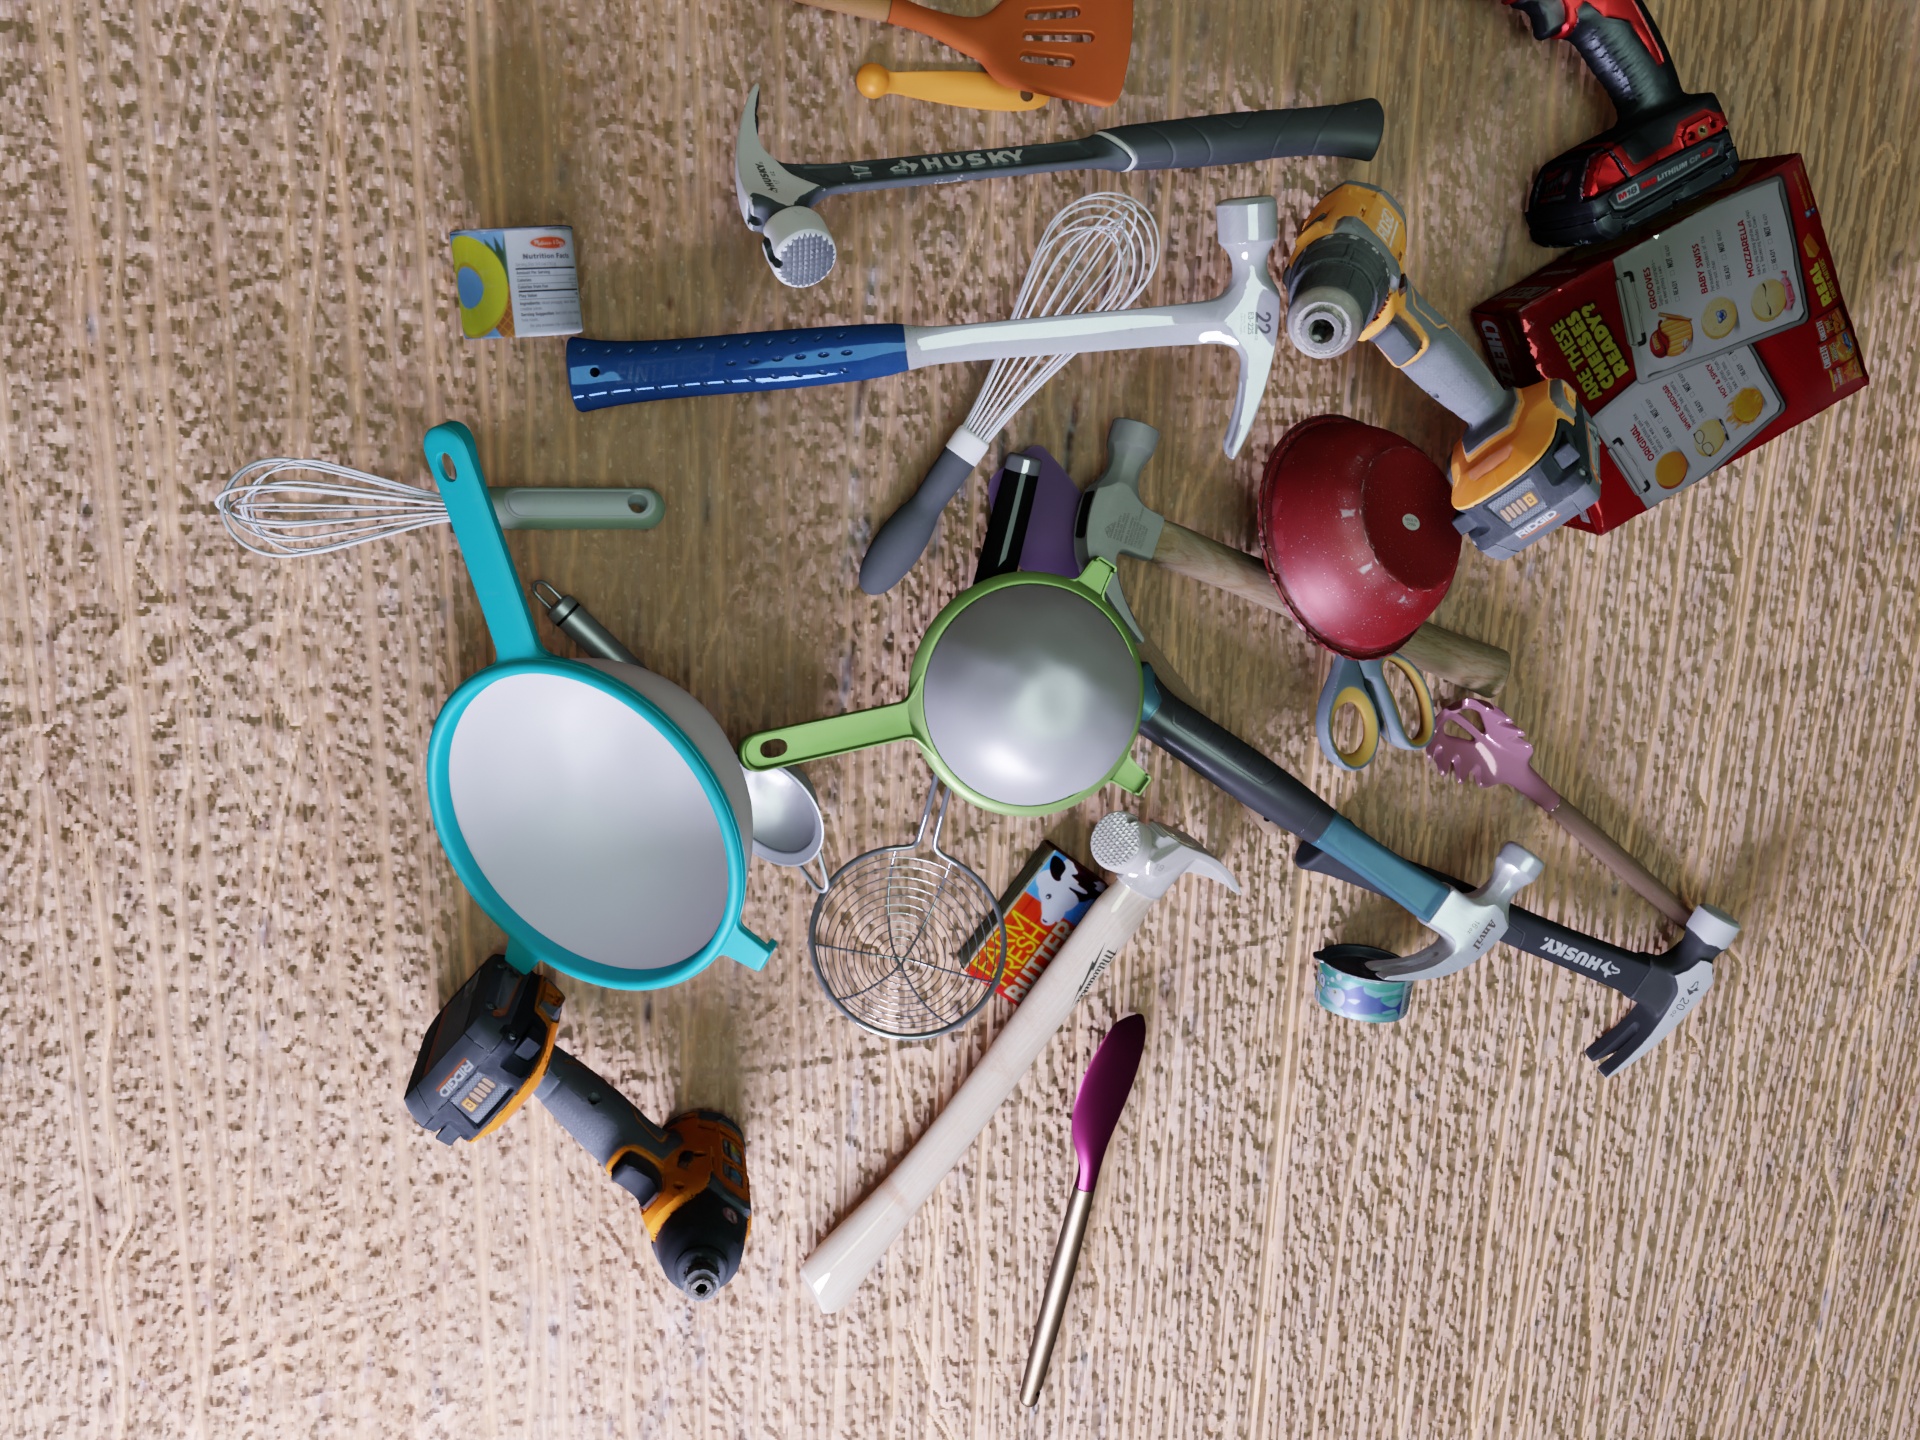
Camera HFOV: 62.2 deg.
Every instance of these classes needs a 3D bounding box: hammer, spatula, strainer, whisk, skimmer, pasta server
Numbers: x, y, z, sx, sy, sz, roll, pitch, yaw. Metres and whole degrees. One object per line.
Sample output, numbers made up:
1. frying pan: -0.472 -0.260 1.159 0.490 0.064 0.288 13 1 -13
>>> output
1. hammer: 0.223 -0.078 1.044 0.331 0.031 0.130 19 89 -19
2. spatula: 0.121 -0.042 1.043 0.060 0.018 0.315 -39 108 1
3. strainer: -0.215 -0.013 0.914 0.211 0.095 0.340 -6 110 27
4. spatula: -0.062 -0.411 0.893 0.322 0.041 0.081 8 84 -13
5. hammer: 0.230 0.061 1.057 0.331 0.033 0.128 33 93 -13
6. strainer: -0.001 -0.003 0.933 0.256 0.069 0.151 -12 98 -14
7. whisk: 0.024 -0.193 0.963 0.070 0.070 0.284 32 100 -19
8. skimmer: -0.002 0.016 0.987 0.127 0.090 0.363 13 102 -4
9. hammer: 0.388 0.149 1.140 0.334 0.035 0.146 22 108 -15
10. hammer: 0.067 -0.329 0.919 0.409 0.149 0.036 -12 144 -18
11. hammer: 0.030 0.240 1.072 0.146 0.038 0.410 24 106 -49
12. pasta server: 0.443 0.078 1.139 0.316 0.040 0.060 37 115 -20
13. whisk: -0.294 -0.123 0.913 0.246 0.059 0.058 -2 77 -17
14. hammer: -0.020 -0.209 0.913 0.405 0.035 0.144 -5 108 1
15. strainer: -0.164 0.004 0.978 0.258 0.050 0.087 45 135 -14

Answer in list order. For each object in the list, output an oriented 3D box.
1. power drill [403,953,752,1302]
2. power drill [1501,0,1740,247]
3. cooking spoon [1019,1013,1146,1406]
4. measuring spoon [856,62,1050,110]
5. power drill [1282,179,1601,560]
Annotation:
1. power drill: -0.220 0.255 0.966 0.226 0.164 0.084 41 94 -17
2. power drill: 0.379 -0.413 0.978 0.143 0.079 0.219 -27 106 -5
3. cooking spoon: 0.083 0.352 1.128 0.068 0.017 0.318 -6 114 -49
4. measuring spoon: -0.003 -0.371 0.932 0.117 0.011 0.021 0 104 -13
5. power drill: 0.275 -0.201 0.929 0.226 0.185 0.084 45 126 -11
